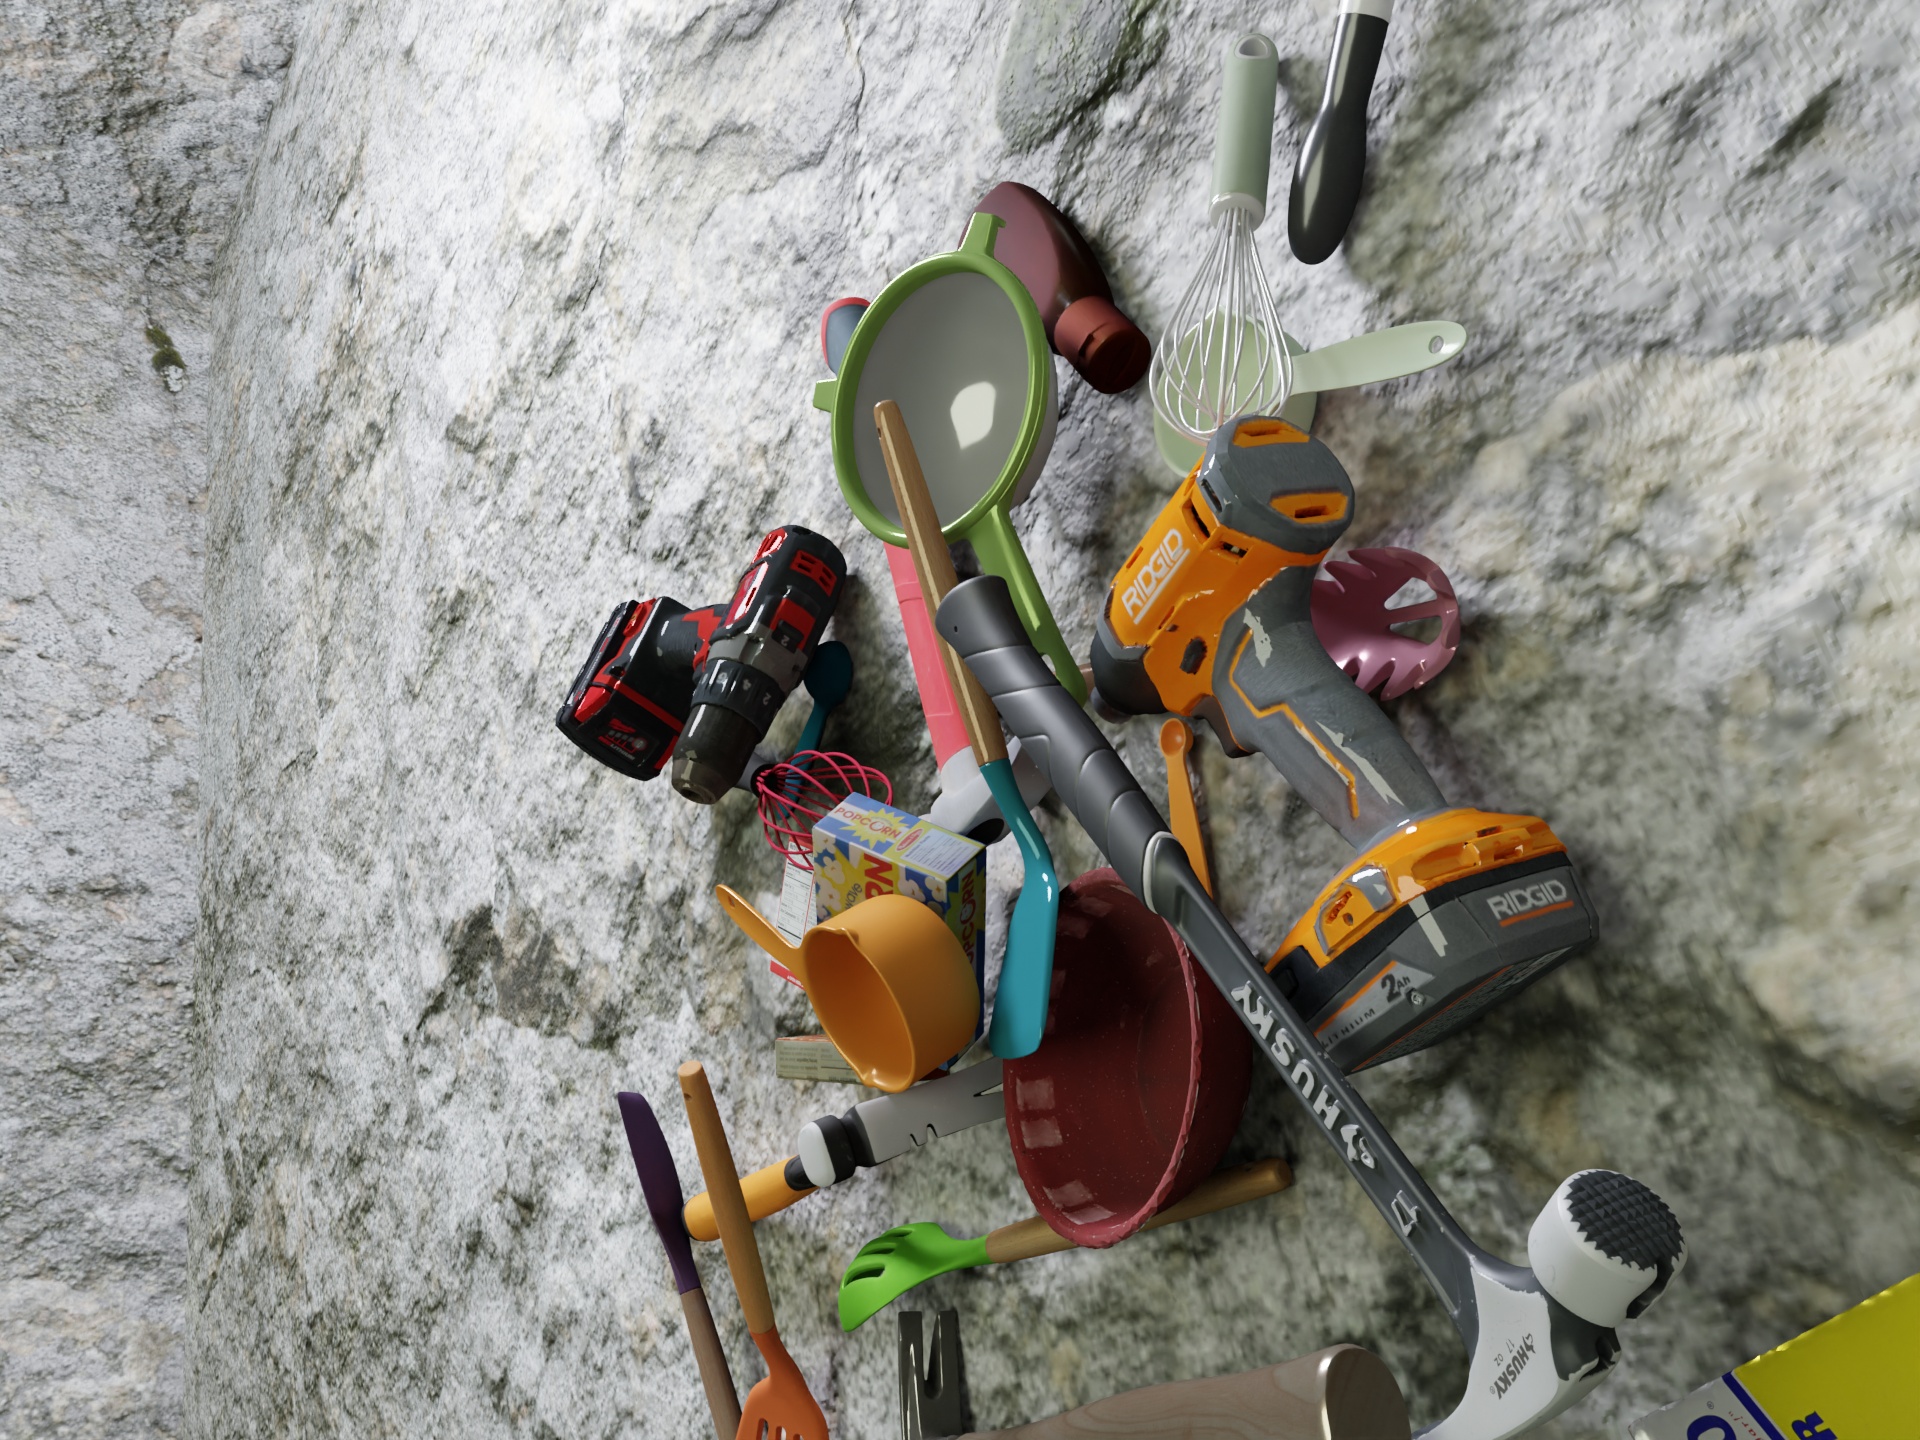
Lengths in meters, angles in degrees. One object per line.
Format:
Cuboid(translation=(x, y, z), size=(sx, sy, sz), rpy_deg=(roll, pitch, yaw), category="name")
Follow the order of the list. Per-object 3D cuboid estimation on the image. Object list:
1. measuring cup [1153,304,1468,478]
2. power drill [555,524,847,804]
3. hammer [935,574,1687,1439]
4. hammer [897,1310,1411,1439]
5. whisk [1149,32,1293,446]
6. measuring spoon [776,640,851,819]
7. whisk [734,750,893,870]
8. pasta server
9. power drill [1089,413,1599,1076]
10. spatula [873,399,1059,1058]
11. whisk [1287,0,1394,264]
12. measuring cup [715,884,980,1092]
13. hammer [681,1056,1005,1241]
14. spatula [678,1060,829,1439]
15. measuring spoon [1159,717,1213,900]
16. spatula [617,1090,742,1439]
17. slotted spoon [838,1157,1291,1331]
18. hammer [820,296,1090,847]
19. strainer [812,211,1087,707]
Cuboid(translation=(0.154, -0.143, 0.683), size=(0.168, 0.038, 0.083), rpy_deg=(-2, 82, 52), category="measuring cup")
Cuboid(translation=(-0.175, -0.020, 1.032), size=(0.227, 0.080, 0.188), rpy_deg=(-16, 45, 50), category="power drill")
Cuboid(translation=(0.085, 0.074, 0.590), size=(0.409, 0.036, 0.149), rpy_deg=(56, 144, 42), category="hammer")
Cuboid(translation=(0.051, 0.289, 0.649), size=(0.410, 0.038, 0.146), rpy_deg=(126, 144, -55), category="hammer")
Cuboid(translation=(0.120, -0.213, 0.691), size=(0.059, 0.058, 0.247), rpy_deg=(81, -163, -59), category="whisk")
Cuboid(translation=(-0.103, 0.008, 1.019), size=(0.042, 0.021, 0.128), rpy_deg=(44, 119, 48), category="measuring spoon")
Cuboid(translation=(-0.113, 0.041, 0.976), size=(0.296, 0.073, 0.073), rpy_deg=(17, 98, 64), category="whisk")
Cuboid(translation=(0.103, -0.027, 0.730), size=(0.316, 0.040, 0.060), rpy_deg=(-11, 93, 54), category="pasta server")
Cuboid(translation=(0.126, 0.018, 0.618), size=(0.227, 0.084, 0.164), rpy_deg=(66, 147, 24), category="power drill")
Cuboid(translation=(-0.001, -0.002, 0.749), size=(0.082, 0.044, 0.317), rpy_deg=(137, 118, -71), category="spatula")
Cuboid(translation=(0.181, -0.337, 0.672), size=(0.070, 0.070, 0.284), rpy_deg=(27, 111, 53), category="whisk")
Cuboid(translation=(-0.057, 0.112, 0.791), size=(0.174, 0.052, 0.095), rpy_deg=(29, 134, 44), category="measuring cup")
Cuboid(translation=(-0.083, 0.253, 0.900), size=(0.336, 0.127, 0.034), rpy_deg=(-43, 64, 54), category="hammer")
Cuboid(translation=(-0.118, 0.319, 0.868), size=(0.081, 0.041, 0.322), rpy_deg=(9, 123, 31), category="spatula")
Cuboid(translation=(0.108, 0.056, 0.733), size=(0.021, 0.011, 0.117), rpy_deg=(-26, 66, 55), category="measuring spoon")
Cuboid(translation=(-0.160, 0.382, 0.992), size=(0.018, 0.059, 0.316), rpy_deg=(-25, 69, 7), category="spatula")
Cuboid(translation=(0.035, 0.248, 0.769), size=(0.313, 0.070, 0.031), rpy_deg=(-31, 100, 42), category="slotted spoon")
Cuboid(translation=(-0.022, -0.109, 0.896), size=(0.143, 0.038, 0.387), rpy_deg=(-50, 44, 43), category="hammer")
Cuboid(translation=(0.024, -0.113, 0.799), size=(0.151, 0.069, 0.257), rpy_deg=(-39, 62, 35), category="strainer")
